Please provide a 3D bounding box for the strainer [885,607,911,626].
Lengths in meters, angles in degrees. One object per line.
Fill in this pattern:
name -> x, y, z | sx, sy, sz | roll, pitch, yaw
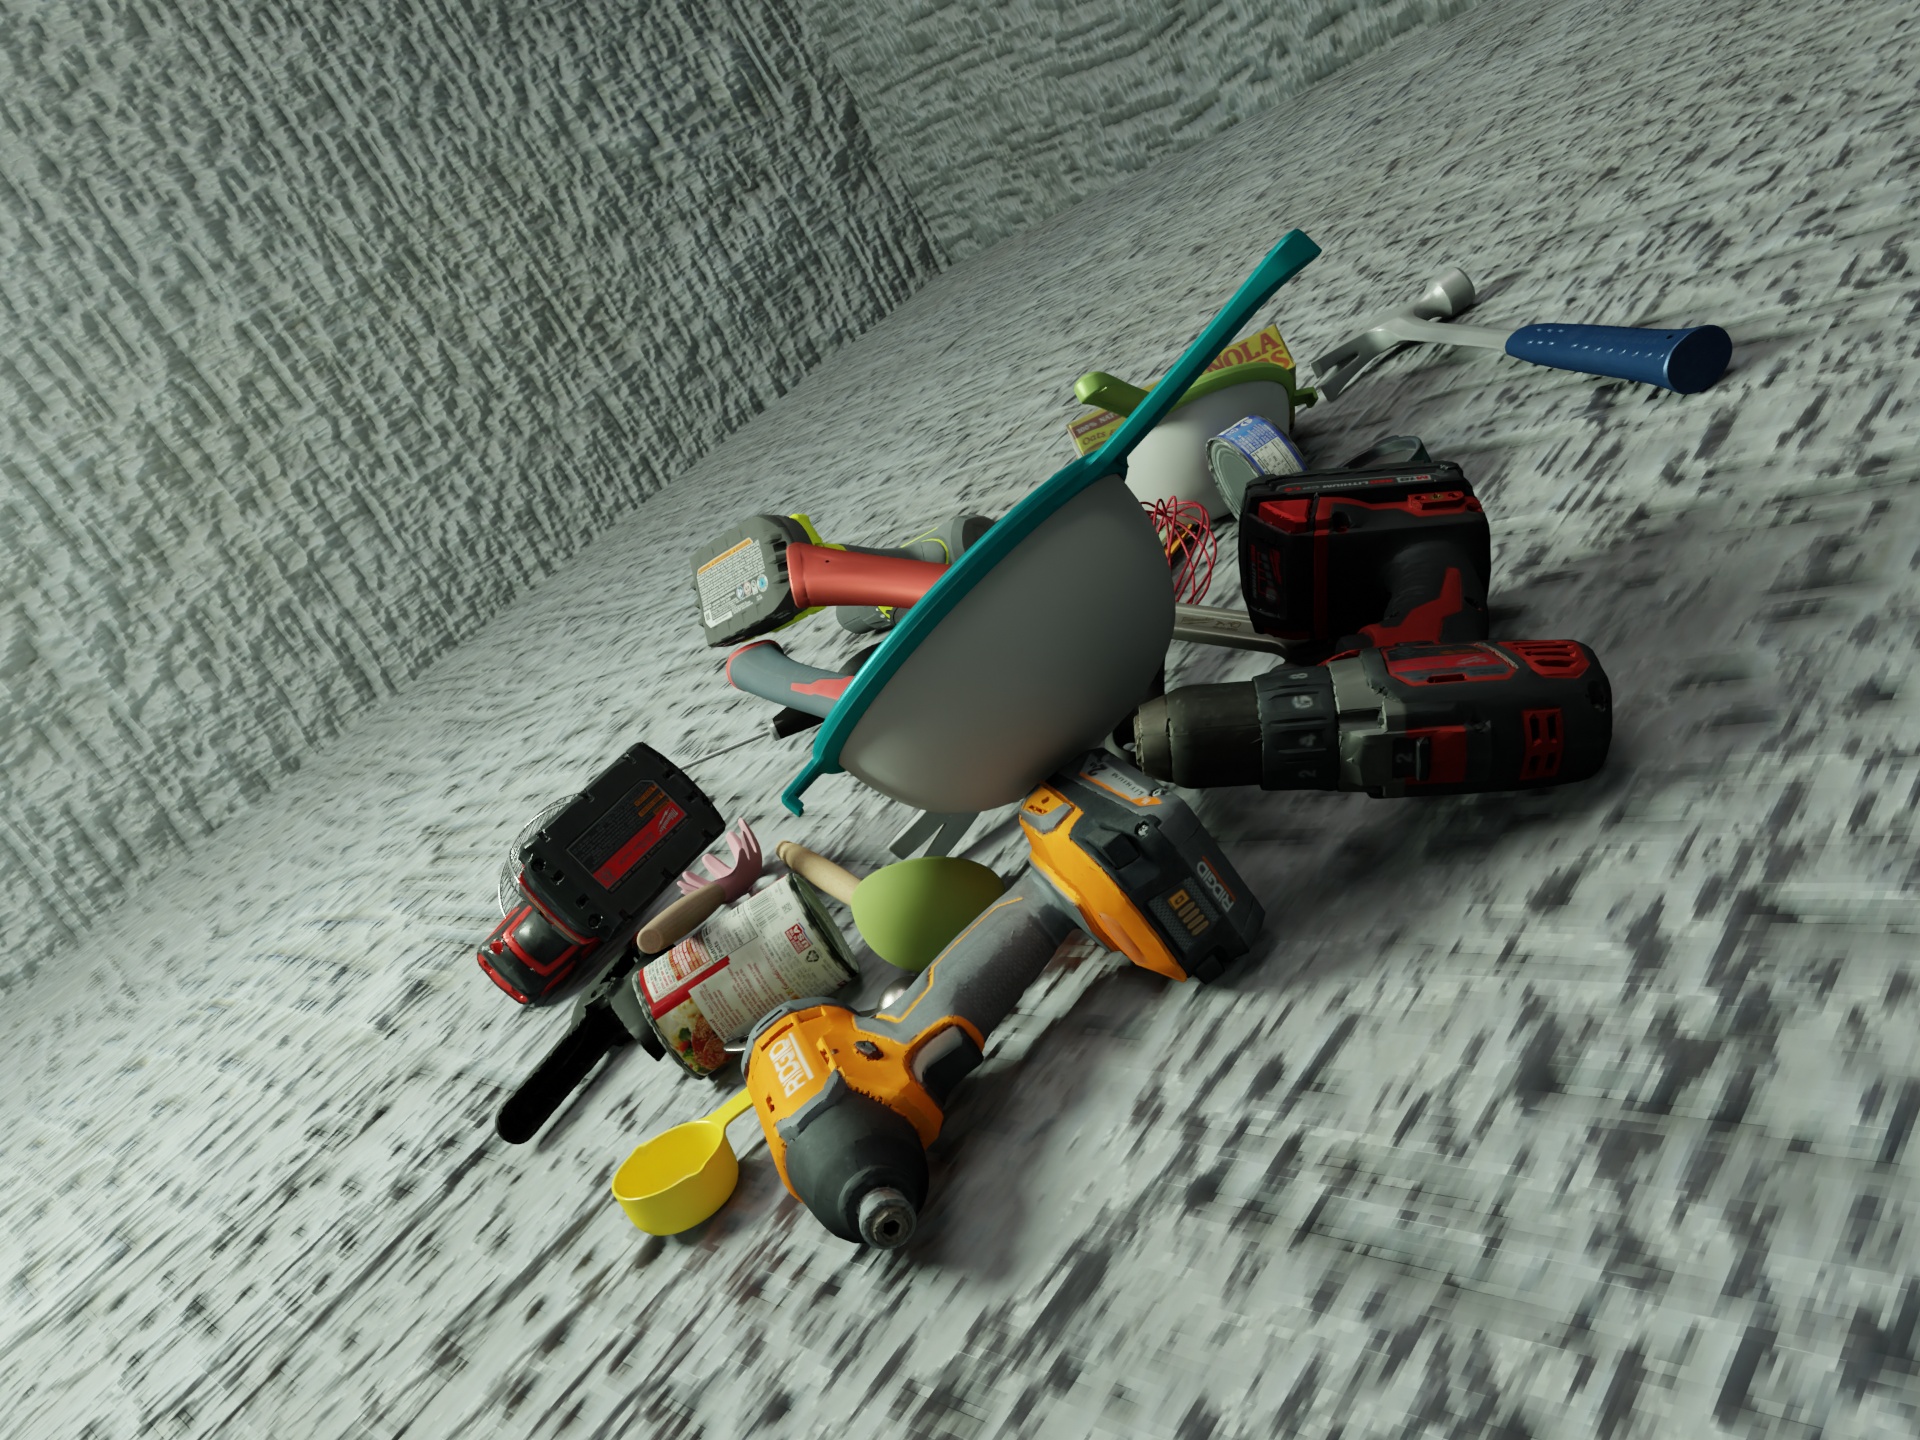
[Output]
strainer -> 0.002, -0.062, 1.122 | 0.086, 0.050, 0.259 | -1, 11, -27

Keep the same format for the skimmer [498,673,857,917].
skimmer -> -0.187, 0.058, 1.214 | 0.363, 0.090, 0.127 | -24, 9, -3

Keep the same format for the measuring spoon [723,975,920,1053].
measuring spoon -> -0.068, 0.147, 0.797 | 0.124, 0.018, 0.034 | -16, 13, 19

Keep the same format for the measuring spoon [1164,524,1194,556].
measuring spoon -> 0.148, -0.113, 1.129 | 0.021, 0.011, 0.117 | -31, 13, 38

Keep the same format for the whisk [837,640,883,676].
whisk -> 0.009, -0.091, 1.219 | 0.284, 0.070, 0.070 | -31, 18, 26

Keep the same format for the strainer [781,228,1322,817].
strainer -> 0.070, -0.064, 0.732 | 0.340, 0.095, 0.211 | -48, -7, 32

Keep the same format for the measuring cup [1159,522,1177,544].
measuring cup -> 0.105, -0.111, 1.127 | 0.083, 0.038, 0.168 | -27, 16, 50

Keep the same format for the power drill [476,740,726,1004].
power drill -> -0.238, 0.103, 1.046 | 0.143, 0.078, 0.219 | -46, 2, -33

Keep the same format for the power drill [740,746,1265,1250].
power drill -> 0.014, 0.121, 0.675 | 0.226, 0.084, 0.164 | -39, 20, -5

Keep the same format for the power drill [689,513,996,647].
power drill -> -0.099, -0.109, 1.283 | 0.228, 0.080, 0.190 | -6, -10, -43

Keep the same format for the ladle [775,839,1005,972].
ladle -> -0.059, 0.086, 0.909 | 0.320, 0.078, 0.062 | -168, 87, -69

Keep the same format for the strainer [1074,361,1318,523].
strainer -> 0.151, -0.183, 1.077 | 0.151, 0.069, 0.256 | -31, -15, 27

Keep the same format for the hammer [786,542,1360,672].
hammer -> 0.056, -0.074, 0.925 | 0.359, 0.036, 0.149 | 10, 42, 28

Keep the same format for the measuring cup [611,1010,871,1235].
measuring cup -> -0.096, 0.193, 0.768 | 0.156, 0.029, 0.062 | -32, 17, -35

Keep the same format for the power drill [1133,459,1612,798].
power drill -> 0.171, -0.037, 0.720 | 0.188, 0.080, 0.227 | -4, 29, 7

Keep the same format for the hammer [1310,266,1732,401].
hammer -> 0.369, -0.253, 1.073 | 0.144, 0.035, 0.406 | -33, 19, 0

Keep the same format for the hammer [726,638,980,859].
hammer -> -0.081, 0.000, 1.073 | 0.143, 0.038, 0.386 | -57, 29, -11

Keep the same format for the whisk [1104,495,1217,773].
whisk -> 0.117, -0.057, 0.974 | 0.073, 0.073, 0.296 | -24, 27, 26

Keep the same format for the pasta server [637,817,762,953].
pasta server -> -0.153, 0.099, 0.923 | 0.060, 0.040, 0.316 | -44, 0, 1
